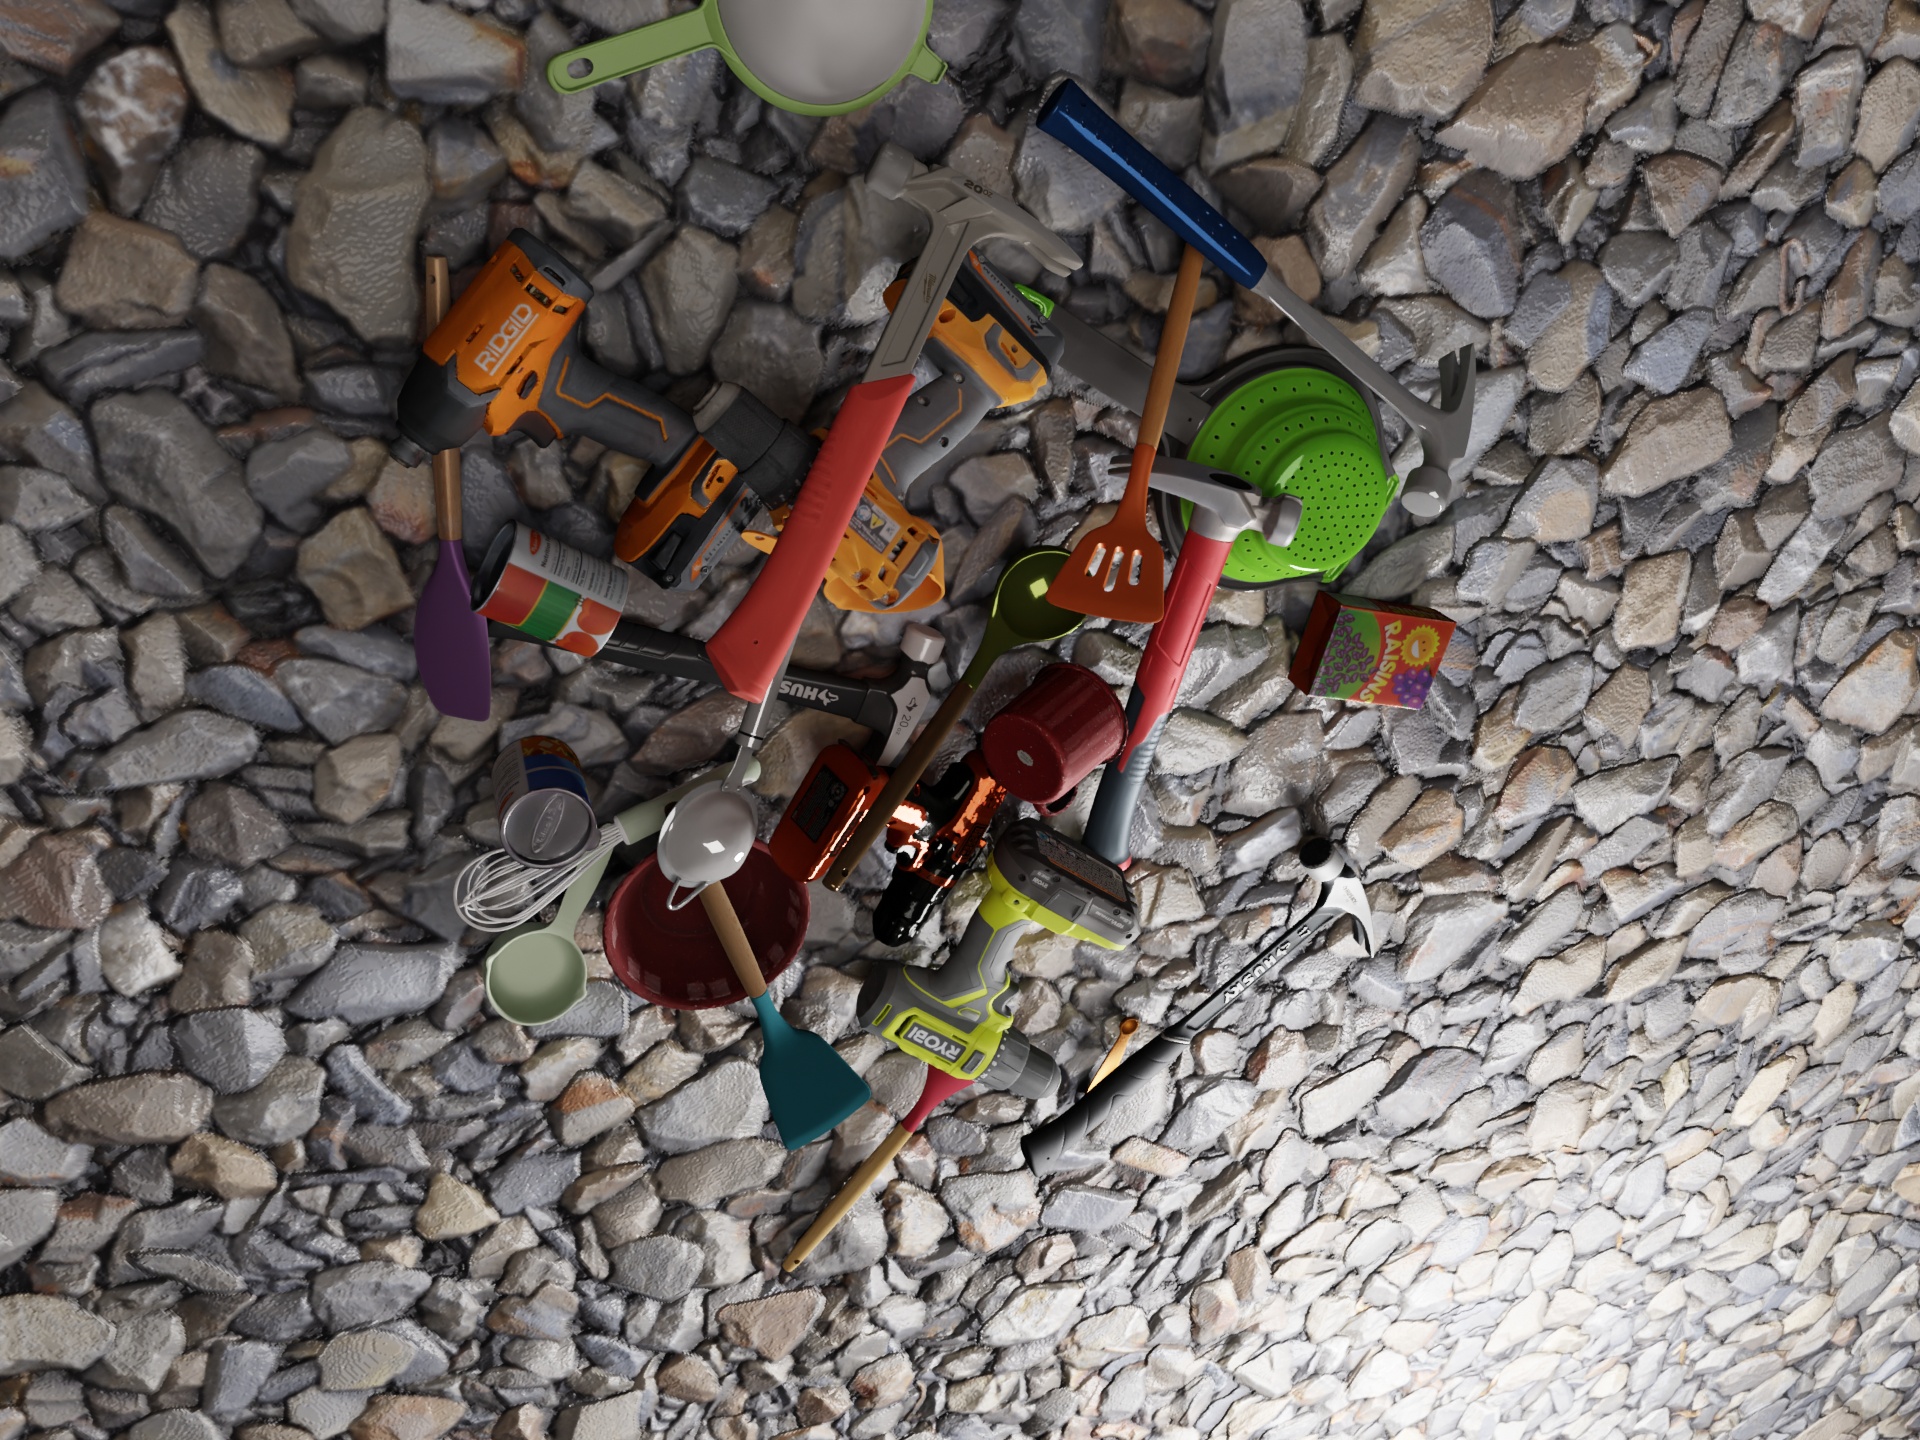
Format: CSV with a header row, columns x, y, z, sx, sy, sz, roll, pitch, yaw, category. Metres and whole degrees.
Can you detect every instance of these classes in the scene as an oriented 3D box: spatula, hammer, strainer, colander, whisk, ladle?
x,y,z,sx,sy,sz,roll,pitch,yaw,category
-0.343,-0.147,1.058,0.060,0.018,0.315,11,114,13,spatula
-0.056,-0.175,0.997,0.149,0.037,0.359,26,82,-17,hammer
0.222,-0.316,1.140,0.405,0.035,0.144,34,64,-20,hammer
-0.127,-0.429,0.970,0.256,0.069,0.151,-23,122,-10,strainer
0.196,-0.210,1.192,0.396,0.095,0.204,25,105,-30,colander
0.138,-0.027,1.259,0.143,0.038,0.386,17,126,2,hammer
-0.261,0.085,1.192,0.246,0.057,0.059,-27,80,-16,whisk
-0.155,0.022,1.147,0.086,0.050,0.258,17,92,-49,strainer
-0.002,-0.004,1.169,0.078,0.062,0.320,49,63,-30,ladle
-0.065,0.385,1.440,0.069,0.031,0.315,32,103,-28,ladle
-0.160,0.194,1.227,0.082,0.044,0.317,-31,122,-18,spatula
0.217,0.284,1.480,0.409,0.036,0.149,-40,126,1,hammer
-0.183,-0.036,1.172,0.334,0.035,0.146,14,110,-26,hammer
0.135,-0.216,1.111,0.081,0.041,0.323,12,78,11,spatula

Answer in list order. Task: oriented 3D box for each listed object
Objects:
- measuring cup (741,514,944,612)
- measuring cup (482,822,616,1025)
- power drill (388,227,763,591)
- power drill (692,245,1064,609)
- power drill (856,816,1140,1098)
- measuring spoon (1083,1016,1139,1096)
x,y,z,sx,sy,sz,roll,pitch,yaw,category
-0.084,-0.126,1.121,0.173,0.095,0.052,19,65,-43,measuring cup
-0.310,0.152,1.227,0.083,0.038,0.167,27,87,-28,measuring cup
-0.246,-0.182,1.034,0.226,0.084,0.164,39,89,-32,power drill
-0.055,-0.214,1.056,0.185,0.084,0.226,40,74,-22,power drill
0.048,0.211,1.335,0.190,0.080,0.228,30,111,-17,power drill
0.137,0.324,1.496,0.021,0.011,0.117,10,115,-31,measuring spoon
